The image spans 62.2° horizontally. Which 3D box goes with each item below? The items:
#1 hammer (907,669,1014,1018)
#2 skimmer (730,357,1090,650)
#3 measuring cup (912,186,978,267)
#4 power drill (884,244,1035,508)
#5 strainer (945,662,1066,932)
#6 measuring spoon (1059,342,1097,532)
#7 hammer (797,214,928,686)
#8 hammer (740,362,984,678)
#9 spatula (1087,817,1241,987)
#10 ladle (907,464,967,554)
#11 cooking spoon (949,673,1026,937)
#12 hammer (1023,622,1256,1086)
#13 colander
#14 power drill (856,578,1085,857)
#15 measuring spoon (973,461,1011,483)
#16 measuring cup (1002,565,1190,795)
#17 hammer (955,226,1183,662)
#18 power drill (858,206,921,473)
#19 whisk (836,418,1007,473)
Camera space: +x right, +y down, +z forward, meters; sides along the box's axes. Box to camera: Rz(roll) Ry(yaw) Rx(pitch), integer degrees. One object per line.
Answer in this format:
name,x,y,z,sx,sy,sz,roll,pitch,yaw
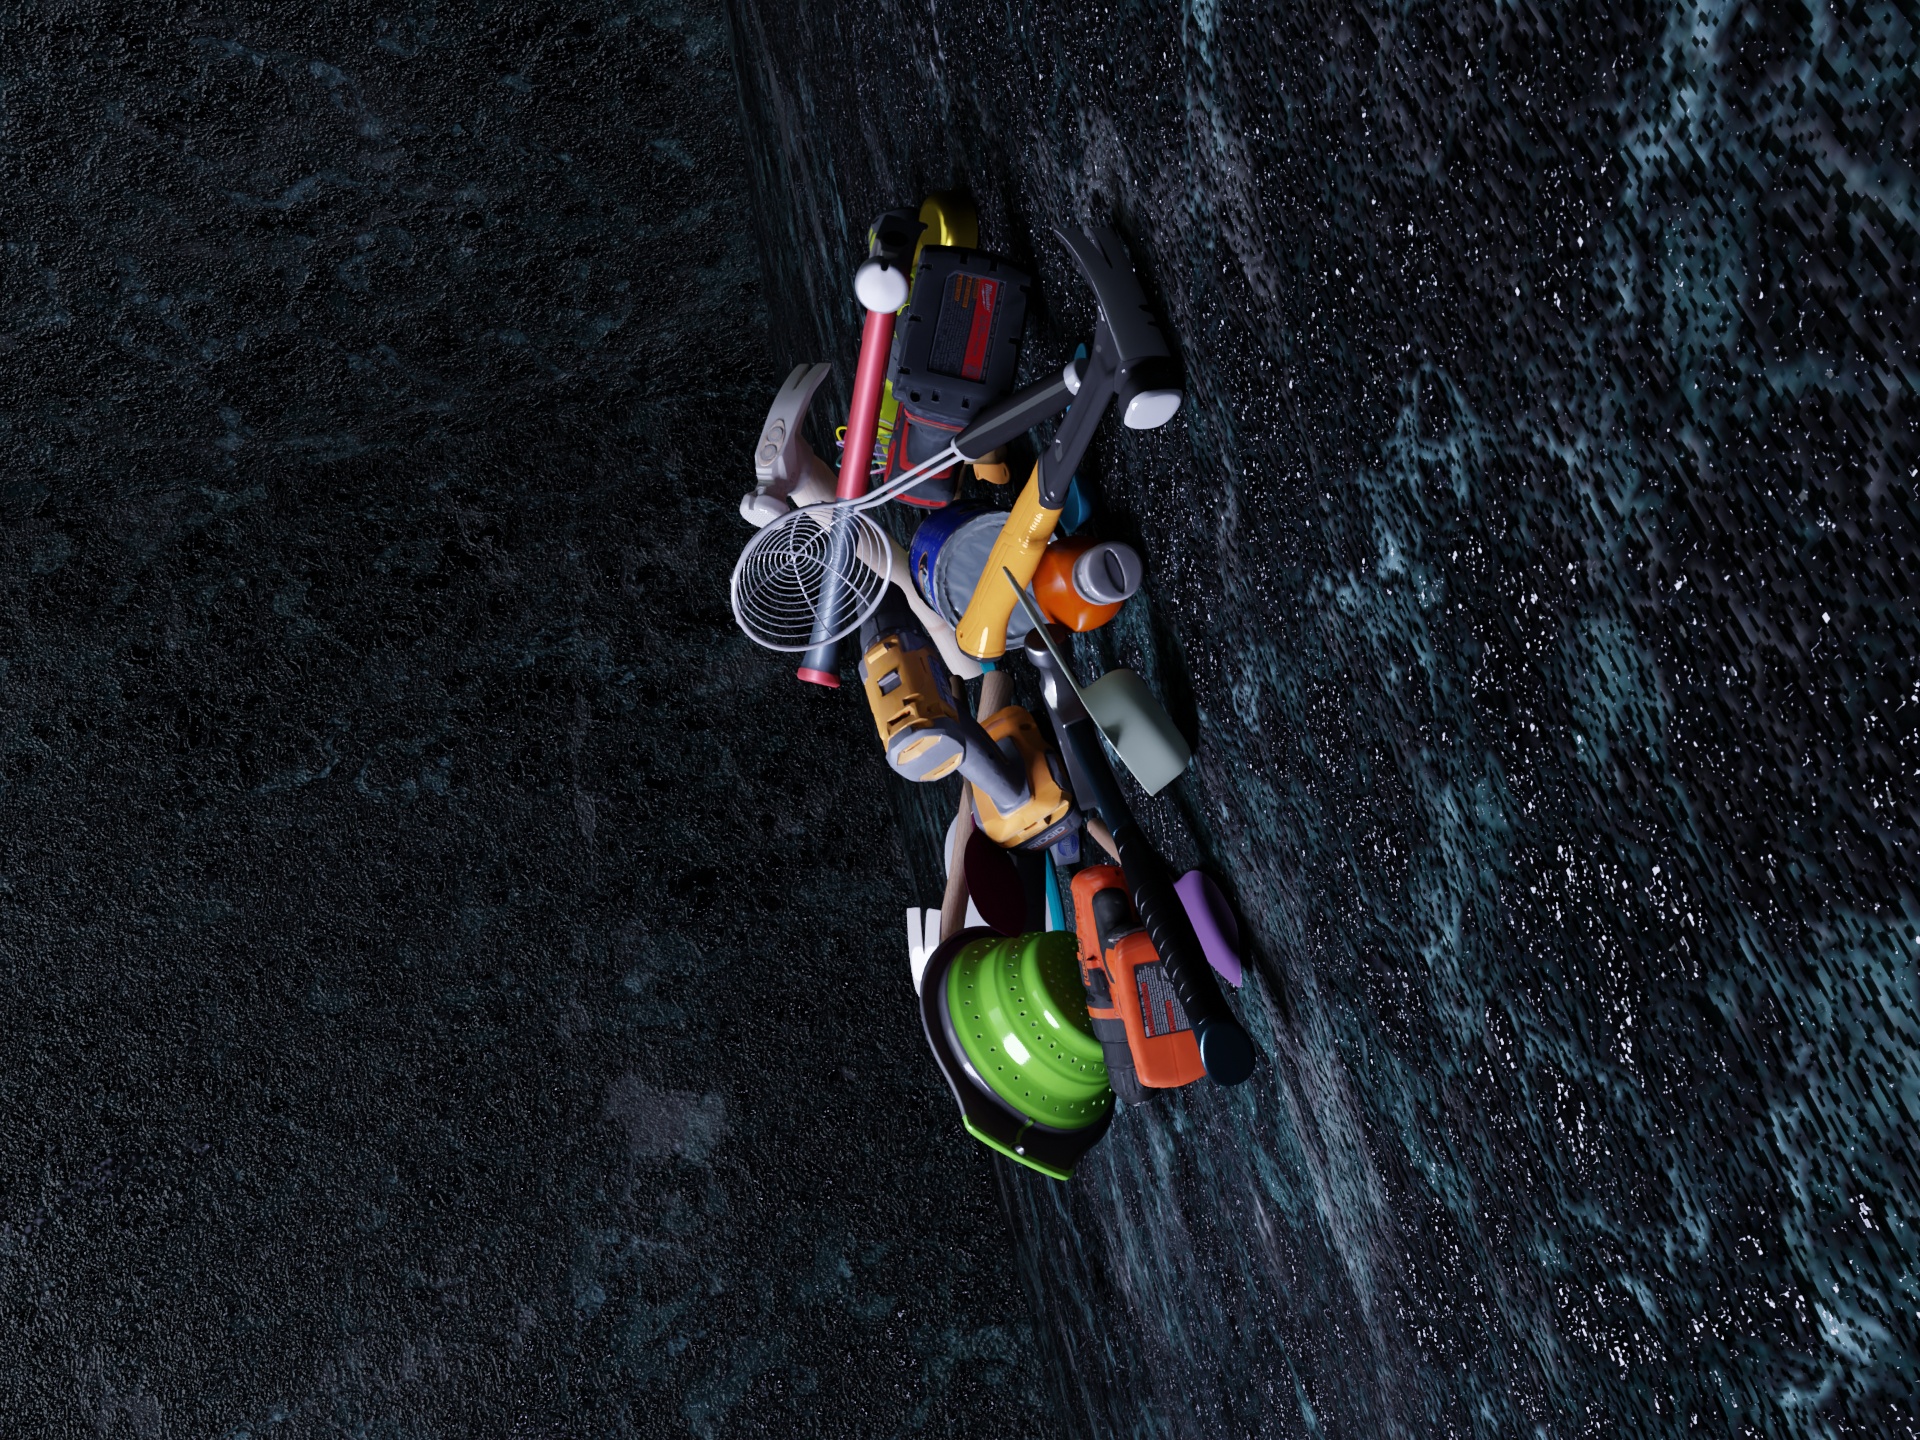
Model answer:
hammer,0.007,0.100,1.436,0.129,0.031,0.332,59,-144,-54
skimmer,-0.032,-0.139,1.091,0.363,0.127,0.090,-21,65,49
measuring cup,-0.034,-0.382,1.276,0.156,0.029,0.062,2,104,62
power drill,-0.006,-0.269,1.165,0.226,0.080,0.188,137,145,-80
strainer,0.024,0.106,1.600,0.211,0.095,0.340,-123,20,-70
measuring spoon,0.080,-0.181,1.018,0.042,0.021,0.128,-123,30,-49
hammer,-0.081,-0.196,1.246,0.143,0.038,0.386,-80,3,-55
hammer,-0.062,-0.153,1.433,0.410,0.038,0.146,44,-122,-56
spatula,0.133,0.106,1.078,0.316,0.018,0.059,-139,42,-76
ladle,-0.009,-0.203,1.483,0.320,0.078,0.062,103,176,-62
cooking spoon,0.013,0.064,1.370,0.068,0.017,0.319,31,-150,-29
hammer,0.109,0.083,0.992,0.331,0.033,0.128,-111,-1,-47
colander,0.078,0.185,1.343,0.094,0.204,0.397,-44,25,31
power drill,-0.002,-0.004,1.284,0.226,0.084,0.186,38,-155,-46
measuring spoon,0.029,-0.214,1.356,0.117,0.011,0.021,-142,40,-73
measuring cup,0.083,-0.033,0.959,0.168,0.038,0.083,57,-173,10
hammer,0.047,-0.141,0.972,0.336,0.034,0.127,116,141,-58
power drill,-0.042,-0.326,1.445,0.223,0.080,0.171,101,155,-65
whisk,-0.041,-0.237,1.385,0.245,0.051,0.047,15,131,54
